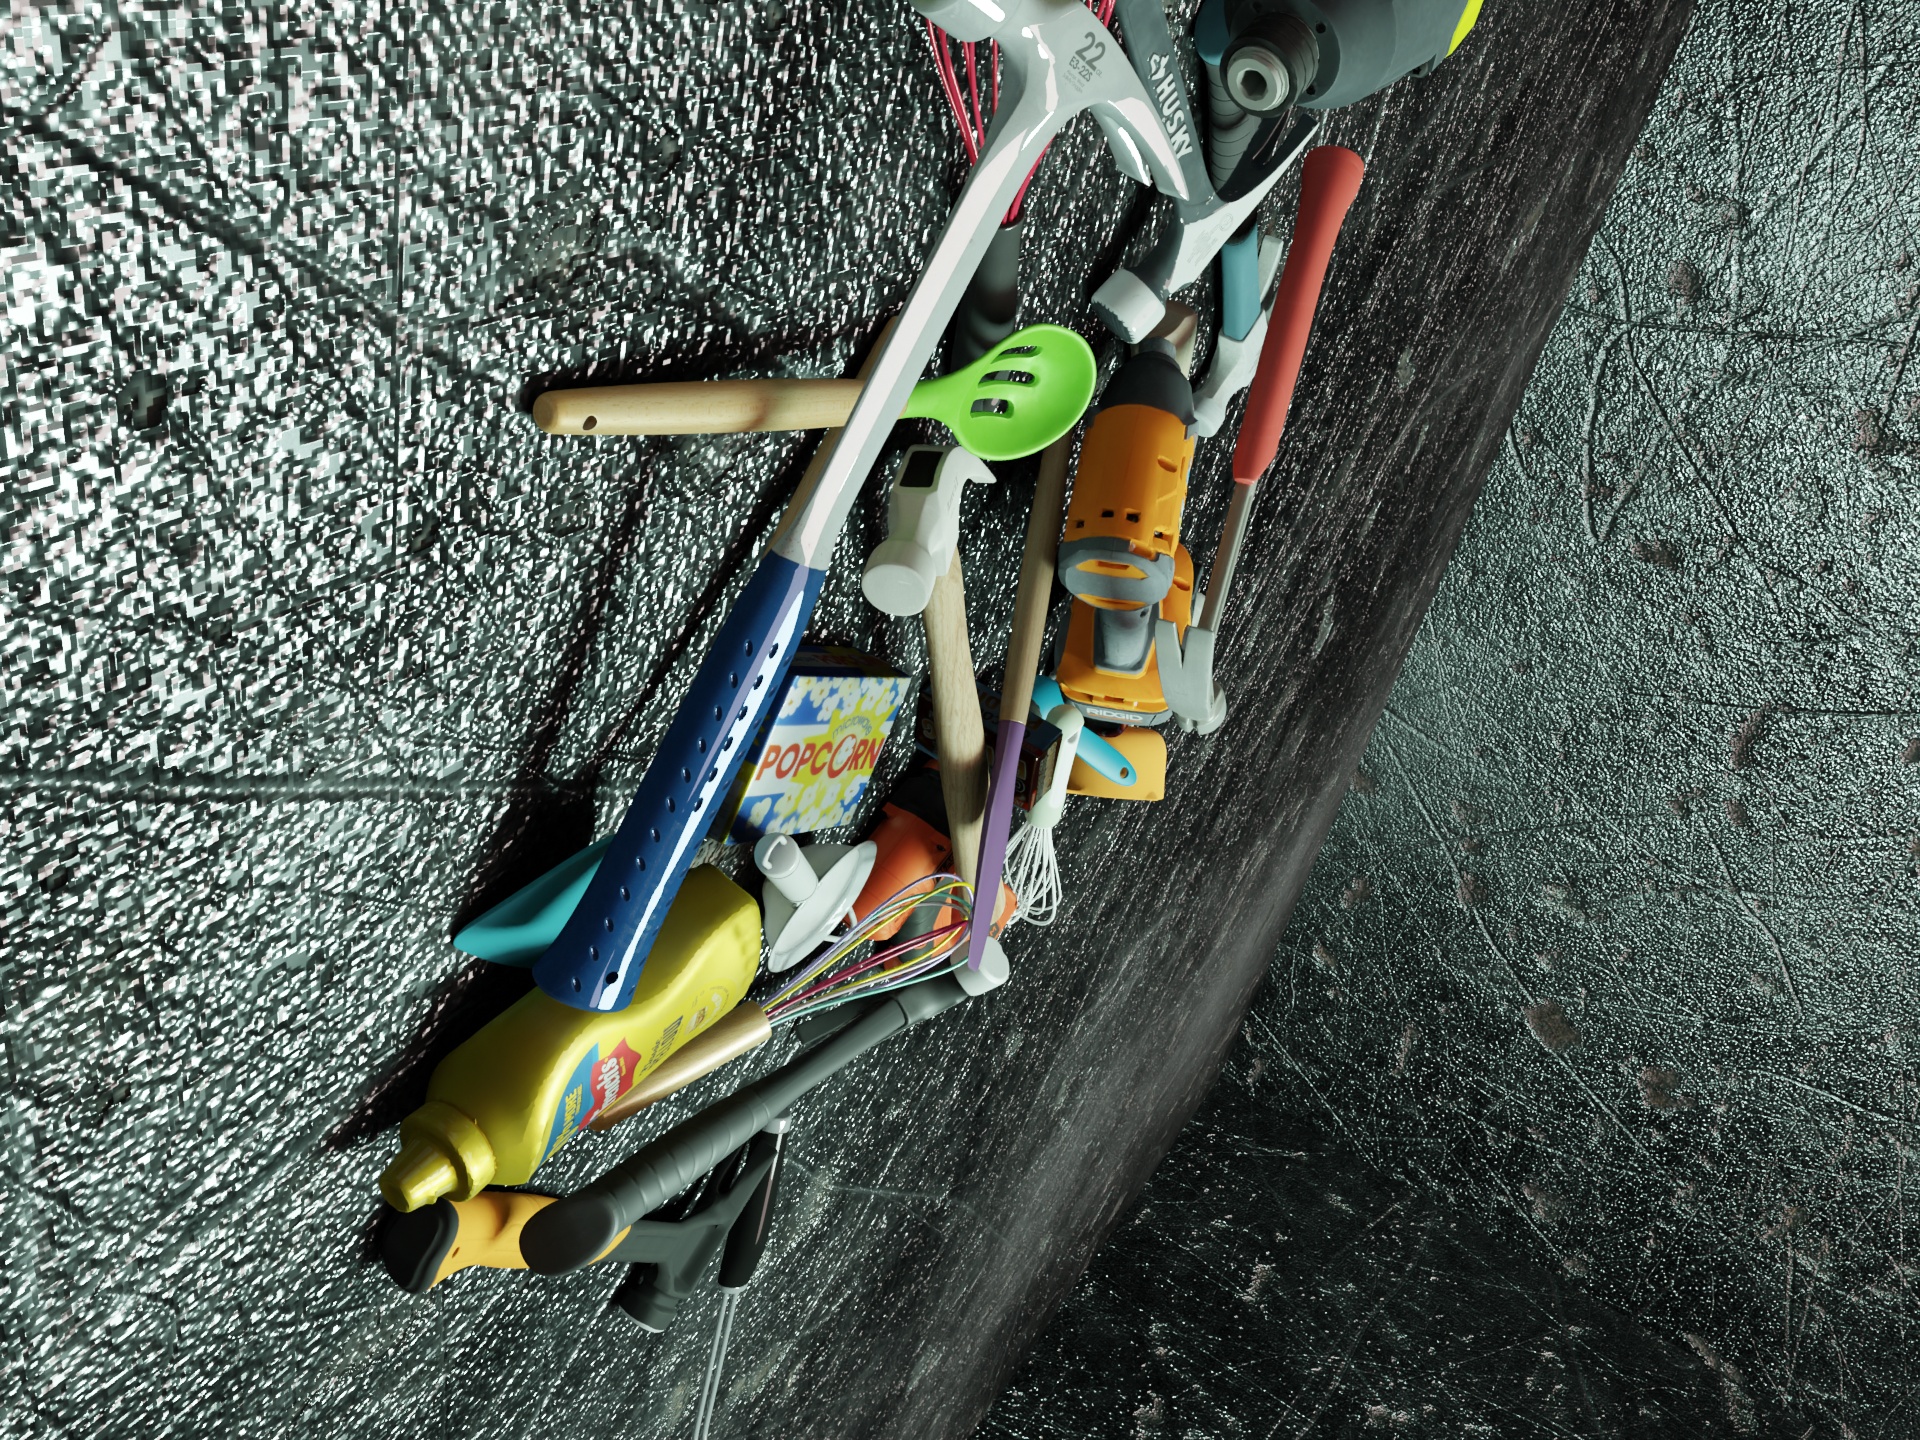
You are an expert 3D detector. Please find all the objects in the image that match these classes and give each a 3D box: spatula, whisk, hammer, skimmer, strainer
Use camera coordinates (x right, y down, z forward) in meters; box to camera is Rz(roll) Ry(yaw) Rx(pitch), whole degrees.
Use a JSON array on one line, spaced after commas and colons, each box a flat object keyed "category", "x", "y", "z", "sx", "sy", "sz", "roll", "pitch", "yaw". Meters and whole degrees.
[{"category": "spatula", "x": -0.101, "y": -0.034, "z": 0.664, "sx": 0.317, "sy": 0.044, "sz": 0.082, "roll": -64, "pitch": 160, "yaw": -8}, {"category": "whisk", "x": 0.016, "y": -0.225, "z": 0.656, "sx": 0.073, "sy": 0.073, "sz": 0.295, "roll": -52, "pitch": 165, "yaw": -26}, {"category": "whisk", "x": -0.085, "y": 0.149, "z": 0.833, "sx": 0.245, "sy": 0.051, "sz": 0.047, "roll": -26, "pitch": 169, "yaw": -29}, {"category": "hammer", "x": -0.189, "y": 0.259, "z": 0.818, "sx": 0.127, "sy": 0.034, "sz": 0.336, "roll": -58, "pitch": 160, "yaw": -9}, {"category": "hammer", "x": 0.081, "y": -0.316, "z": 0.688, "sx": 0.149, "sy": 0.036, "sz": 0.408, "roll": -46, "pitch": 157, "yaw": 0}, {"category": "skimmer", "x": -0.186, "y": 0.411, "z": 1.041, "sx": 0.127, "sy": 0.090, "sz": 0.363, "roll": -5, "pitch": 111, "yaw": -64}, {"category": "hammer", "x": 0.166, "y": -0.304, "z": 0.953, "sx": 0.128, "sy": 0.033, "sz": 0.330, "roll": -57, "pitch": 160, "yaw": -12}, {"category": "whisk", "x": 0.055, "y": 0.069, "z": 1.087, "sx": 0.058, "sy": 0.059, "sz": 0.246, "roll": -40, "pitch": 156, "yaw": -30}, {"category": "strainer", "x": -0.079, "y": 0.078, "z": 0.777, "sx": 0.087, "sy": 0.050, "sz": 0.258, "roll": -51, "pitch": 172, "yaw": -10}, {"category": "hammer", "x": -0.001, "y": -0.003, "z": 0.830, "sx": 0.331, "sy": 0.031, "sz": 0.130, "roll": 82, "pitch": 18, "yaw": -47}, {"category": "hammer", "x": -0.105, "y": 0.200, "z": 0.837, "sx": 0.146, "sy": 0.035, "sz": 0.335, "roll": -31, "pitch": 176, "yaw": 30}, {"category": "hammer", "x": -0.050, "y": -0.067, "z": 0.588, "sx": 0.144, "sy": 0.035, "sz": 0.405, "roll": 14, "pitch": 109, "yaw": -50}, {"category": "hammer", "x": 0.129, "y": -0.129, "z": 1.095, "sx": 0.146, "sy": 0.038, "sz": 0.410, "roll": -53, "pitch": 159, "yaw": -19}, {"category": "hammer", "x": 0.173, "y": -0.177, "z": 0.905, "sx": 0.149, "sy": 0.037, "sz": 0.359, "roll": 61, "pitch": 44, "yaw": -68}, {"category": "spatula", "x": 0.032, "y": -0.023, "z": 0.857, "sx": 0.059, "sy": 0.018, "sz": 0.316, "roll": 56, "pitch": 42, "yaw": -75}]

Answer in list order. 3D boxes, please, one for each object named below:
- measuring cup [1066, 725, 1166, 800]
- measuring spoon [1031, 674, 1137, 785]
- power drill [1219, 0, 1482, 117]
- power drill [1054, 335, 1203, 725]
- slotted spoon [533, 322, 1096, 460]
[{"category": "measuring cup", "x": 0.079, "y": 0.026, "z": 1.143, "sx": 0.173, "sy": 0.095, "sz": 0.052, "roll": 6, "pitch": 91, "yaw": -46}, {"category": "measuring spoon", "x": 0.085, "y": 0.013, "z": 1.088, "sx": 0.128, "sy": 0.021, "sz": 0.042, "roll": 36, "pitch": 78, "yaw": -33}, {"category": "power drill", "x": 0.047, "y": -0.247, "z": 0.439, "sx": 0.171, "sy": 0.223, "sz": 0.080, "roll": -52, "pitch": 158, "yaw": -26}, {"category": "power drill", "x": 0.104, "y": -0.108, "z": 0.948, "sx": 0.226, "sy": 0.084, "sz": 0.164, "roll": 78, "pitch": 23, "yaw": -65}, {"category": "slotted spoon", "x": -0.042, "y": -0.128, "z": 0.630, "sx": 0.313, "sy": 0.031, "sz": 0.070, "roll": -18, "pitch": 142, "yaw": -52}]
